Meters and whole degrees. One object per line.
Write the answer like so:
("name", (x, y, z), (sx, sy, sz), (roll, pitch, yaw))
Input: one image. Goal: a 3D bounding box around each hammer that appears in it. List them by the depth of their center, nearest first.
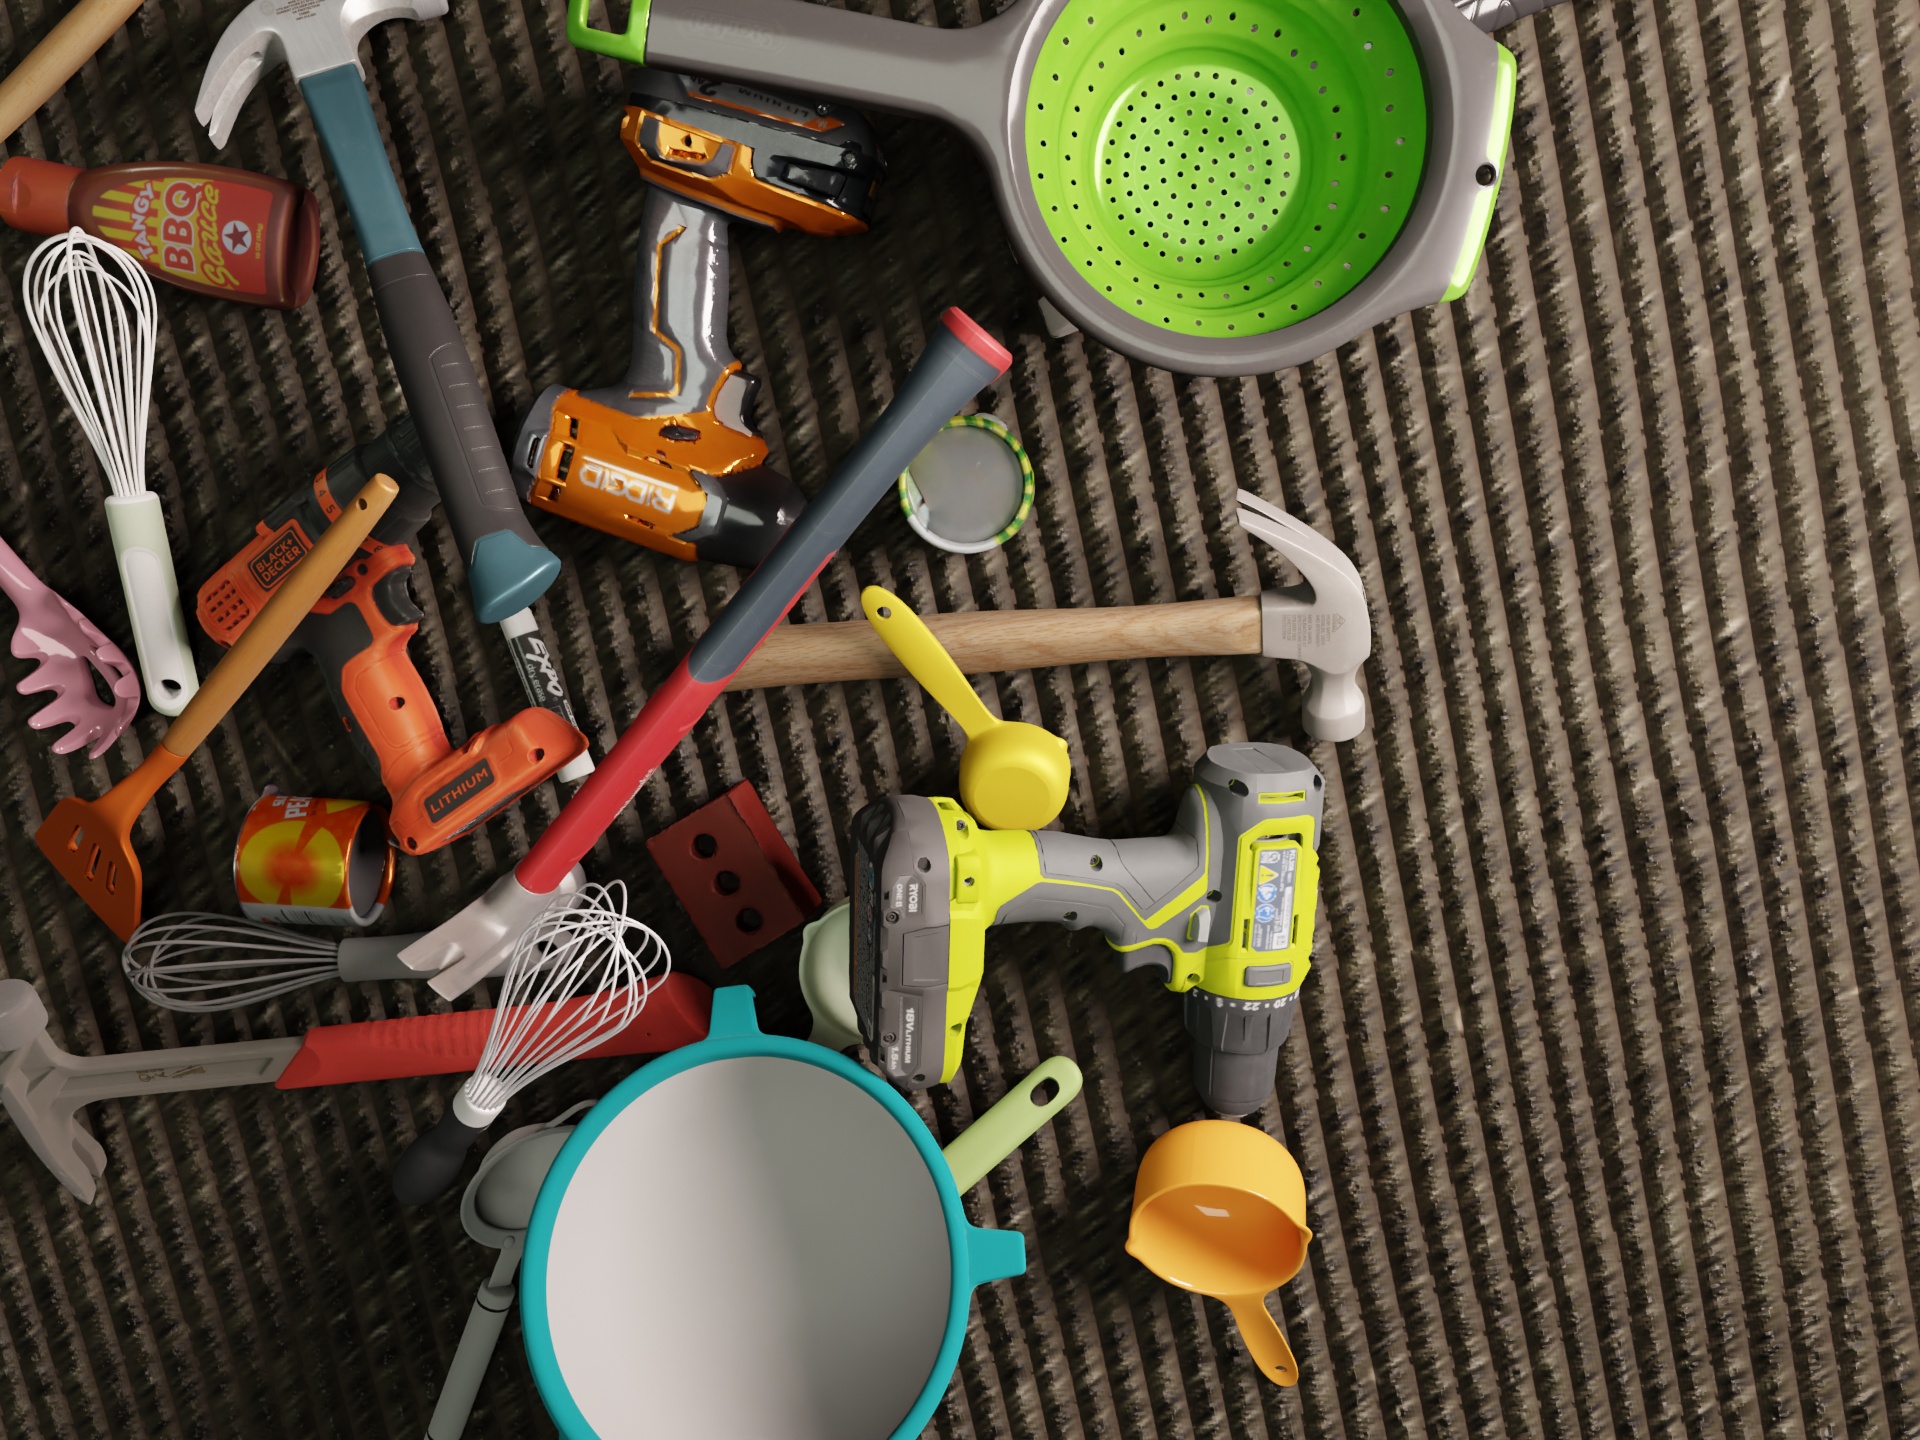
("hammer", (-0.115, -0.028, 0.731), (0.038, 0.143, 0.386), (41, 105, 0))
("hammer", (-0.260, -0.203, 0.749), (0.128, 0.033, 0.331), (-20, 81, -9))
("hammer", (0.170, -0.316, 0.761), (0.335, 0.035, 0.146), (-22, 96, 5))
("hammer", (0.033, -0.042, 0.787), (0.331, 0.031, 0.130), (-3, 125, 8))
("hammer", (-0.308, 0.179, 0.831), (0.359, 0.037, 0.149), (-5, 128, -3))

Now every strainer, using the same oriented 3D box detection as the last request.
("strainer", (-0.133, 0.309, 0.748), (0.211, 0.095, 0.340), (38, 84, 19))
("strainer", (-0.036, 0.267, 0.832), (0.256, 0.069, 0.151), (-40, 73, -7))
("strainer", (-0.249, 0.301, 0.856), (0.086, 0.050, 0.258), (11, 107, -42))

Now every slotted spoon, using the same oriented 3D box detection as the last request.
("slotted spoon", (-0.476, -0.310, 0.802), (0.314, 0.031, 0.070), (-42, 93, 5))

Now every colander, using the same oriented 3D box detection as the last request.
("colander", (0.032, -0.268, 0.703), (0.397, 0.094, 0.204), (10, 98, -2))

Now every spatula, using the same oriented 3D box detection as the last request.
("spatula", (-0.371, -0.006, 0.791), (0.081, 0.041, 0.322), (47, 109, 2))

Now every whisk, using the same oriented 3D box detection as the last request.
("whisk", (-0.222, 0.170, 0.772), (0.070, 0.070, 0.284), (40, 126, -2))
("whisk", (-0.418, -0.119, 0.798), (0.058, 0.059, 0.246), (-8, 109, -13))
("whisk", (-0.322, 0.123, 0.838), (0.239, 0.055, 0.055), (-3, 97, -1))

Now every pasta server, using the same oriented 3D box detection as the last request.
("pasta server", (-0.529, -0.114, 0.822), (0.060, 0.040, 0.316), (-38, 92, 18))

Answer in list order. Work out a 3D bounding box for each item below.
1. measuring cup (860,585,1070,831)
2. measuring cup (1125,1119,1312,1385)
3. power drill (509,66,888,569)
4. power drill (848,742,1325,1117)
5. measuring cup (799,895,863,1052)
("measuring cup", (-0.001, -0.002, 0.781), (0.062, 0.029, 0.156), (-28, 119, 22))
("measuring cup", (0.148, 0.278, 0.831), (0.095, 0.052, 0.173), (-13, 123, 21))
("power drill", (-0.110, -0.187, 0.771), (0.164, 0.084, 0.226), (20, 102, 0))
("power drill", (0.065, 0.112, 0.776), (0.228, 0.080, 0.190), (-2, 107, -14))
("measuring cup", (-0.068, 0.162, 0.832), (0.083, 0.038, 0.167), (33, 101, -2))
